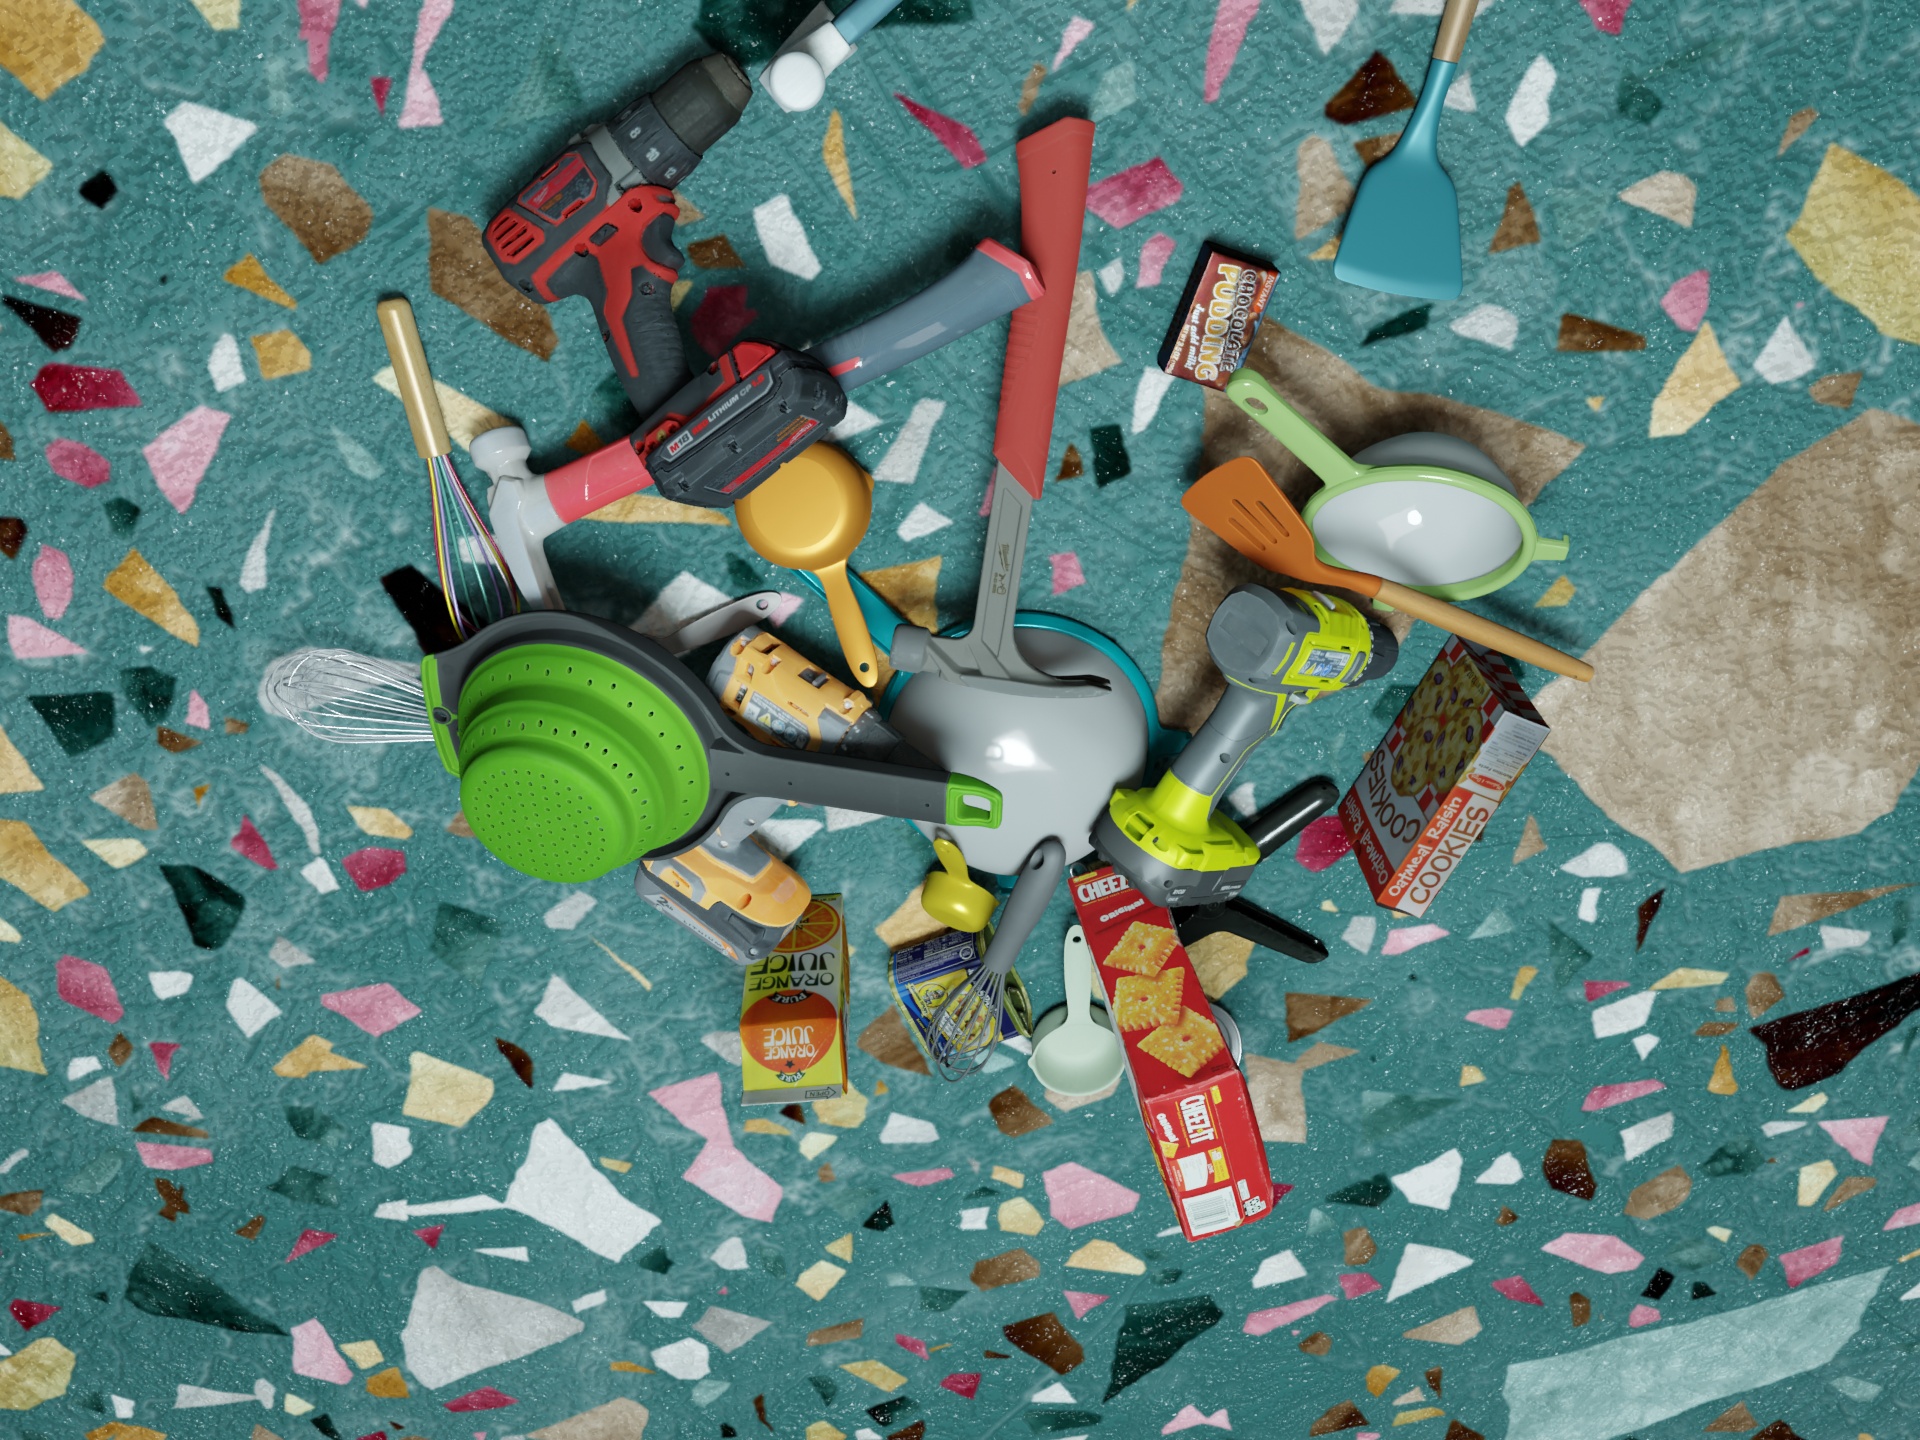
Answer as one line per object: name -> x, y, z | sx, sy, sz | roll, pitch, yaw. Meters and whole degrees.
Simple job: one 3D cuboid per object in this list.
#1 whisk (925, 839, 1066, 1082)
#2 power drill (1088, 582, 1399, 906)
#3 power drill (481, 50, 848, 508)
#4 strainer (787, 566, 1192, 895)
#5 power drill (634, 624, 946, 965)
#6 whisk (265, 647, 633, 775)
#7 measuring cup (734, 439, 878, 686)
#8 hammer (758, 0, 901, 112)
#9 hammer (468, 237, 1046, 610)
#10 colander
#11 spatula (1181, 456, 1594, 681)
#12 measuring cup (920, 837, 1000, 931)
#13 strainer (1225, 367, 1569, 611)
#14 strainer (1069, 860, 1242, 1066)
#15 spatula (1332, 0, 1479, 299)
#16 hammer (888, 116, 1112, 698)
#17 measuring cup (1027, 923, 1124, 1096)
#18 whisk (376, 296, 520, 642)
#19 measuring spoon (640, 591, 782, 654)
whisk -> 0.027, 0.178, 1.161 | 0.055, 0.055, 0.238 | 16, 124, -10
power drill -> 0.203, 0.014, 1.095 | 0.190, 0.080, 0.228 | 3, 122, -49
power drill -> -0.159, -0.260, 0.937 | 0.188, 0.080, 0.227 | -35, 82, 14
strainer -> -0.002, -0.004, 1.111 | 0.211, 0.095, 0.340 | -41, 114, 19
power drill -> -0.118, 0.068, 1.120 | 0.185, 0.084, 0.226 | 33, 121, 7
whisk -> -0.342, 0.004, 1.128 | 0.284, 0.070, 0.070 | 13, 118, -14
measuring cup -> -0.090, -0.102, 1.043 | 0.095, 0.052, 0.173 | -19, 93, 5
hammer -> 0.022, -0.451, 0.868 | 0.331, 0.128, 0.033 | -38, 114, 8
hammer -> -0.122, -0.182, 0.991 | 0.386, 0.038, 0.143 | -22, 89, 15
colander -> -0.174, 0.049, 1.017 | 0.397, 0.095, 0.204 | 8, 129, 9
spatula -> 0.297, -0.090, 1.061 | 0.322, 0.041, 0.081 | 19, 158, -19
measuring cup -> -0.008, 0.121, 1.165 | 0.062, 0.029, 0.156 | 20, 162, 14
strainer -> 0.264, -0.167, 1.025 | 0.256, 0.069, 0.151 | 32, 150, -30
strainer -> 0.151, 0.212, 1.267 | 0.087, 0.050, 0.258 | -33, 110, -6
spatula -> 0.295, -0.411, 0.928 | 0.082, 0.044, 0.317 | 10, 117, -3
hammer -> 0.050, -0.190, 1.007 | 0.149, 0.037, 0.359 | 8, 108, -1
measuring cup -> 0.093, 0.225, 1.273 | 0.083, 0.038, 0.167 | -3, 117, 0
whisk -> -0.339, -0.157, 1.054 | 0.047, 0.051, 0.244 | -17, 116, -16
measuring spoon -> -0.183, -0.065, 1.122 | 0.124, 0.018, 0.034 | -23, 117, 3
